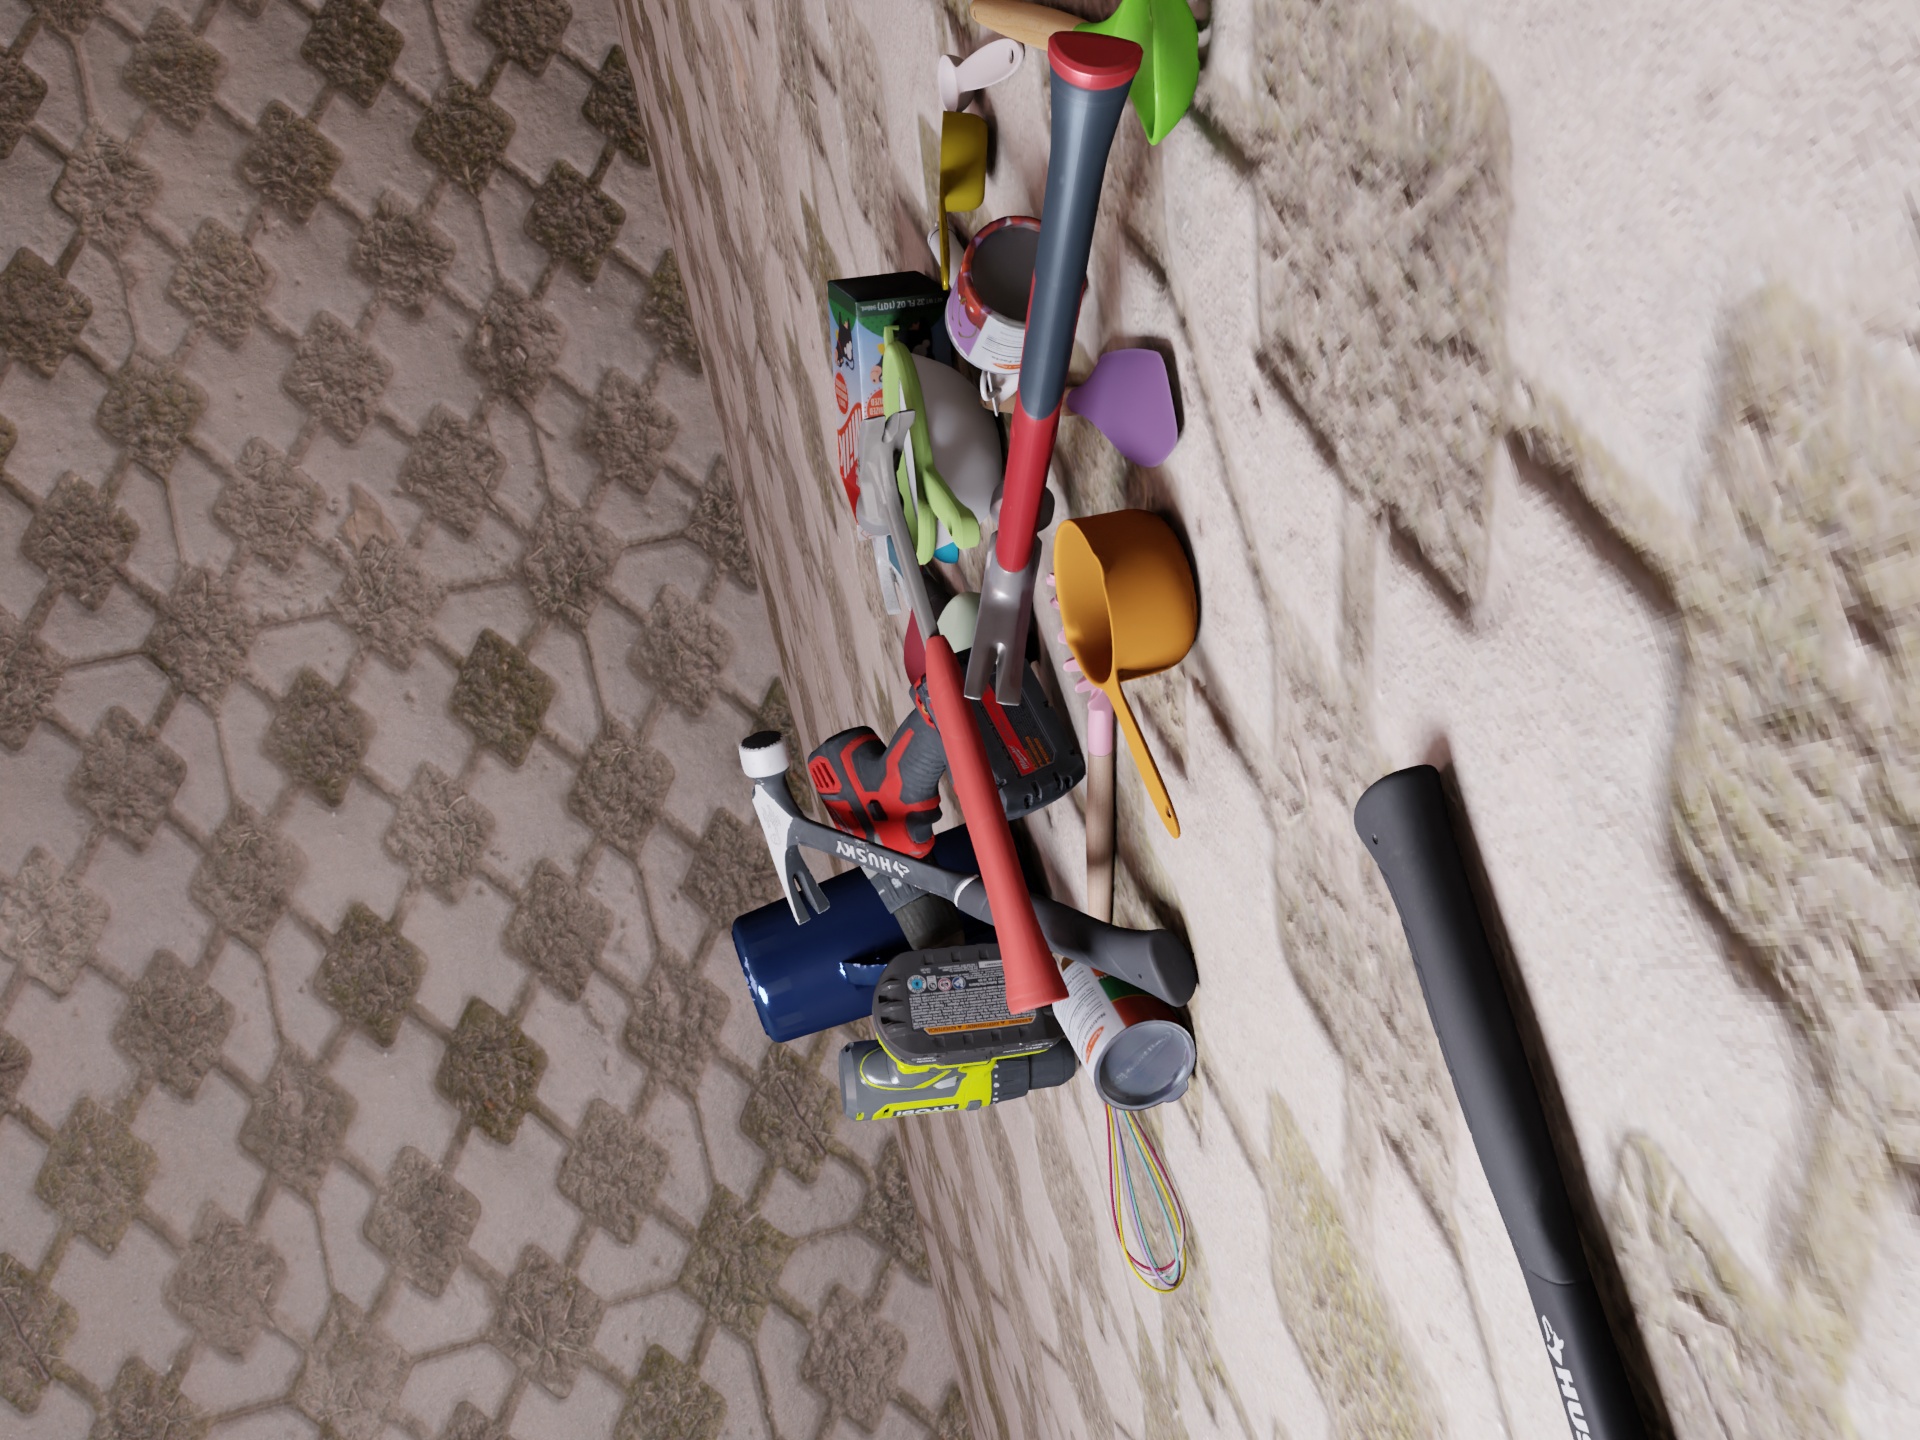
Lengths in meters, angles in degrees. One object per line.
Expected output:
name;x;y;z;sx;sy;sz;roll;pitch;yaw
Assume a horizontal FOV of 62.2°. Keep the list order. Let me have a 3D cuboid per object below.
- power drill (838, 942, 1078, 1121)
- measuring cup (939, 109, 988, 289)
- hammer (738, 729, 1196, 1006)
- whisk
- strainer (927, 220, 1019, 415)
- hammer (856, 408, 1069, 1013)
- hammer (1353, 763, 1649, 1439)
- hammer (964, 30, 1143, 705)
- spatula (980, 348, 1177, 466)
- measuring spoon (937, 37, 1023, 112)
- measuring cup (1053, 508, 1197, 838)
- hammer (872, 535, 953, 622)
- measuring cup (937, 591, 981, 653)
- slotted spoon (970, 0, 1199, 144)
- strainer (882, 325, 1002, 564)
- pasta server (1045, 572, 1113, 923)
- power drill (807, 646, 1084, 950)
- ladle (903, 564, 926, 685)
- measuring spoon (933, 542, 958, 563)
power drill;0.009;0.243;1.204;0.228;0.190;0.080;104;159;-61
measuring cup;0.002;-0.293;0.908;0.062;0.029;0.157;93;177;-49
hammer;-0.009;0.115;1.067;0.409;0.036;0.149;16;124;45
whisk;0.110;0.278;1.121;0.051;0.047;0.245;95;162;-61
strainer;0.010;-0.262;0.983;0.259;0.050;0.086;-109;6;-52
hammer;-0.002;-0.003;0.960;0.149;0.036;0.359;114;141;-75
hammer;0.205;0.178;0.555;0.146;0.035;0.335;120;135;-75
hammer;0.038;-0.154;0.765;0.386;0.038;0.143;97;-178;-63
spatula;0.059;-0.178;0.895;0.316;0.018;0.059;-141;37;-71
measuring spoon;0.016;-0.371;0.906;0.124;0.018;0.034;-151;49;-66
measuring cup;0.098;-0.027;0.798;0.095;0.052;0.174;106;147;-68
hammer;-0.027;-0.108;1.359;0.331;0.033;0.128;-122;22;-58
measuring cup;-0.017;-0.022;1.188;0.167;0.038;0.083;-61;19;23
slotted spoon;0.050;-0.324;0.747;0.314;0.031;0.070;-119;19;-59
strainer;0.002;-0.163;1.035;0.257;0.069;0.151;-117;20;-63
pasta server;0.080;0.038;0.998;0.060;0.040;0.316;-98;2;-47
power drill;-0.011;0.064;1.129;0.226;0.080;0.188;-38;77;51
ladle;-0.038;-0.165;1.271;0.069;0.031;0.315;164;102;-69
measuring spoon;-0.021;-0.181;1.269;0.042;0.021;0.128;-118;17;-50
